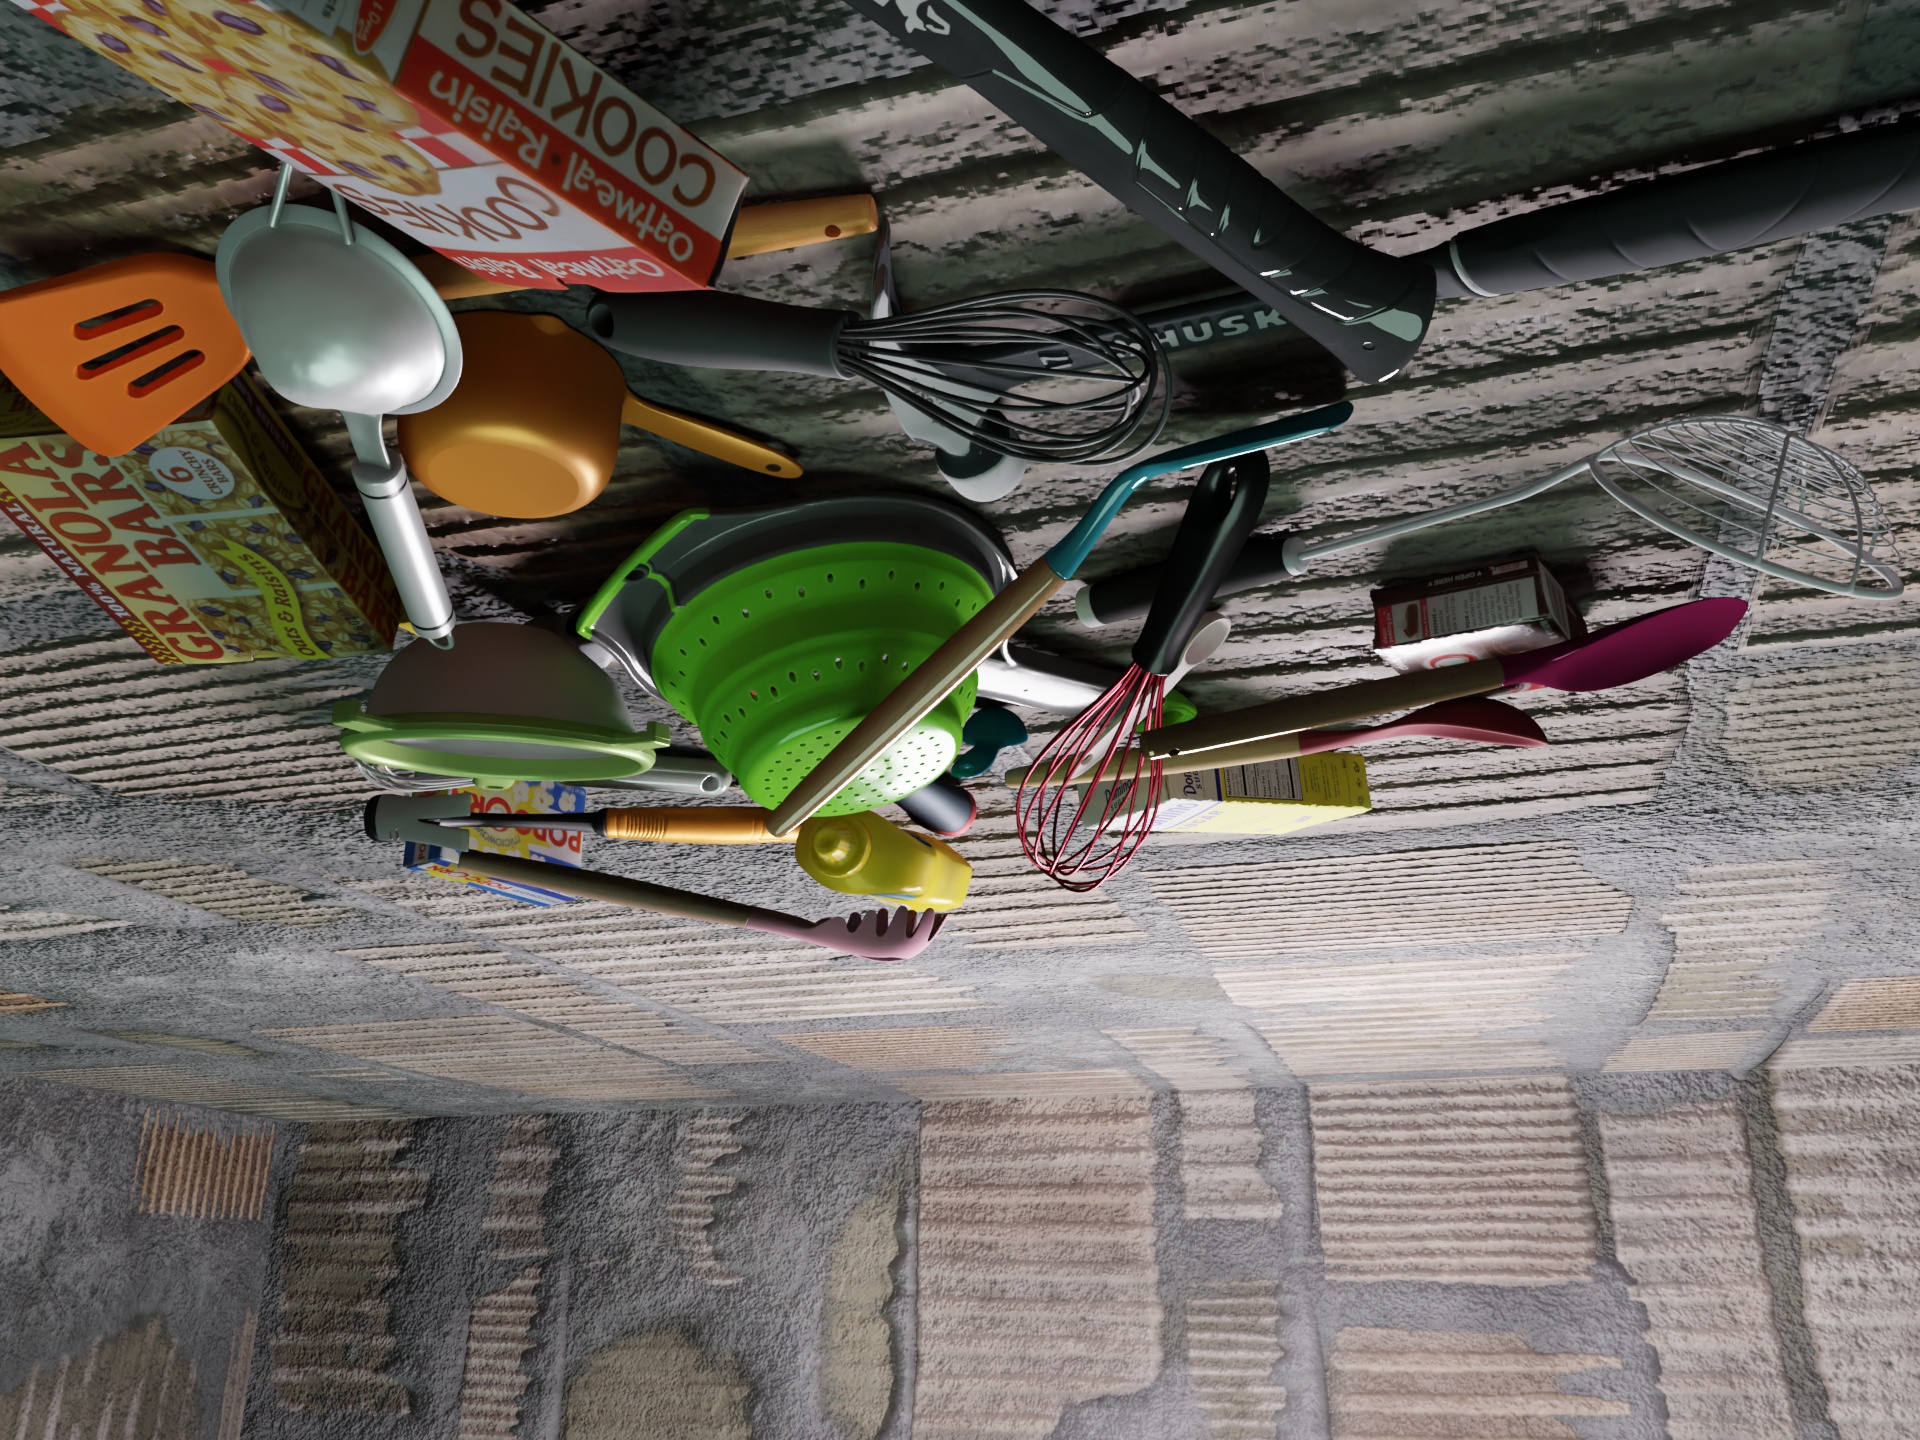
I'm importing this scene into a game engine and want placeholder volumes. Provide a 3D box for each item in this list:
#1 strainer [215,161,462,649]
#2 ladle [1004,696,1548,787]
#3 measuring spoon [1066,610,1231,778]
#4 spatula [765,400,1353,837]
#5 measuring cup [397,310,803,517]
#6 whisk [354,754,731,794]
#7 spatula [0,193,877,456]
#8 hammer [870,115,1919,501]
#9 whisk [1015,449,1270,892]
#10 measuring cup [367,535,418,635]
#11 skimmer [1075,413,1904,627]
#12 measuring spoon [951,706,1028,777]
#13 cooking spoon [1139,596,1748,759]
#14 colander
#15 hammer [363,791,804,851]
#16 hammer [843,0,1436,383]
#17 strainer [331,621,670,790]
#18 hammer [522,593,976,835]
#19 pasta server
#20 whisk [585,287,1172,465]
[{"bbox_3d":[-0.219,-0.096,0.596,0.087,0.050,0.258,14,149,3],"label":"strainer"},{"bbox_3d":[0.172,0.017,0.920,0.315,0.031,0.069,-8,169,24],"label":"ladle"},{"bbox_3d":[0.099,-0.016,0.872,0.124,0.018,0.034,-46,153,13],"label":"measuring spoon"},{"bbox_3d":[0.030,-0.040,0.681,0.317,0.044,0.082,-42,-176,21],"label":"spatula"},{"bbox_3d":[-0.145,-0.109,0.660,0.173,0.052,0.095,15,155,-28],"label":"measuring cup"},{"bbox_3d":[-0.270,0.030,1.046,0.246,0.059,0.057,5,119,-24],"label":"whisk"},{"bbox_3d":[-0.187,-0.151,0.567,0.322,0.041,0.080,-5,147,11],"label":"spatula"},{"bbox_3d":[0.159,-0.158,0.553,0.409,0.036,0.149,-8,157,20],"label":"hammer"},{"bbox_3d":[0.090,-0.016,0.784,0.073,0.073,0.295,6,134,-14],"label":"whisk"},{"bbox_3d":[-0.275,-0.057,0.842,0.062,0.029,0.156,-7,160,20],"label":"measuring cup"},{"bbox_3d":[0.217,-0.062,0.727,0.363,0.090,0.127,-12,-173,36],"label":"skimmer"},{"bbox_3d":[0.013,0.011,0.949,0.042,0.021,0.128,2,-168,11],"label":"measuring spoon"},{"bbox_3d":[0.241,-0.019,0.783,0.319,0.017,0.068,-12,149,-9],"label":"cooking spoon"},{"bbox_3d":[-0.001,-0.003,0.838,0.396,0.095,0.204,12,143,-41],"label":"colander"},{"bbox_3d":[-0.211,0.068,1.066,0.336,0.034,0.127,4,176,-42],"label":"hammer"},{"bbox_3d":[0.015,-0.180,0.447,0.334,0.035,0.146,23,150,-32],"label":"hammer"},{"bbox_3d":[-0.243,-0.005,0.843,0.151,0.069,0.256,4,171,-17],"label":"strainer"},{"bbox_3d":[-0.084,0.003,0.981,0.143,0.038,0.386,-13,155,28],"label":"hammer"},{"bbox_3d":[-0.164,0.115,1.035,0.316,0.040,0.060,13,169,-13],"label":"pasta server"},{"bbox_3d":[-0.038,-0.125,0.543,0.239,0.055,0.055,15,168,30],"label":"whisk"}]
